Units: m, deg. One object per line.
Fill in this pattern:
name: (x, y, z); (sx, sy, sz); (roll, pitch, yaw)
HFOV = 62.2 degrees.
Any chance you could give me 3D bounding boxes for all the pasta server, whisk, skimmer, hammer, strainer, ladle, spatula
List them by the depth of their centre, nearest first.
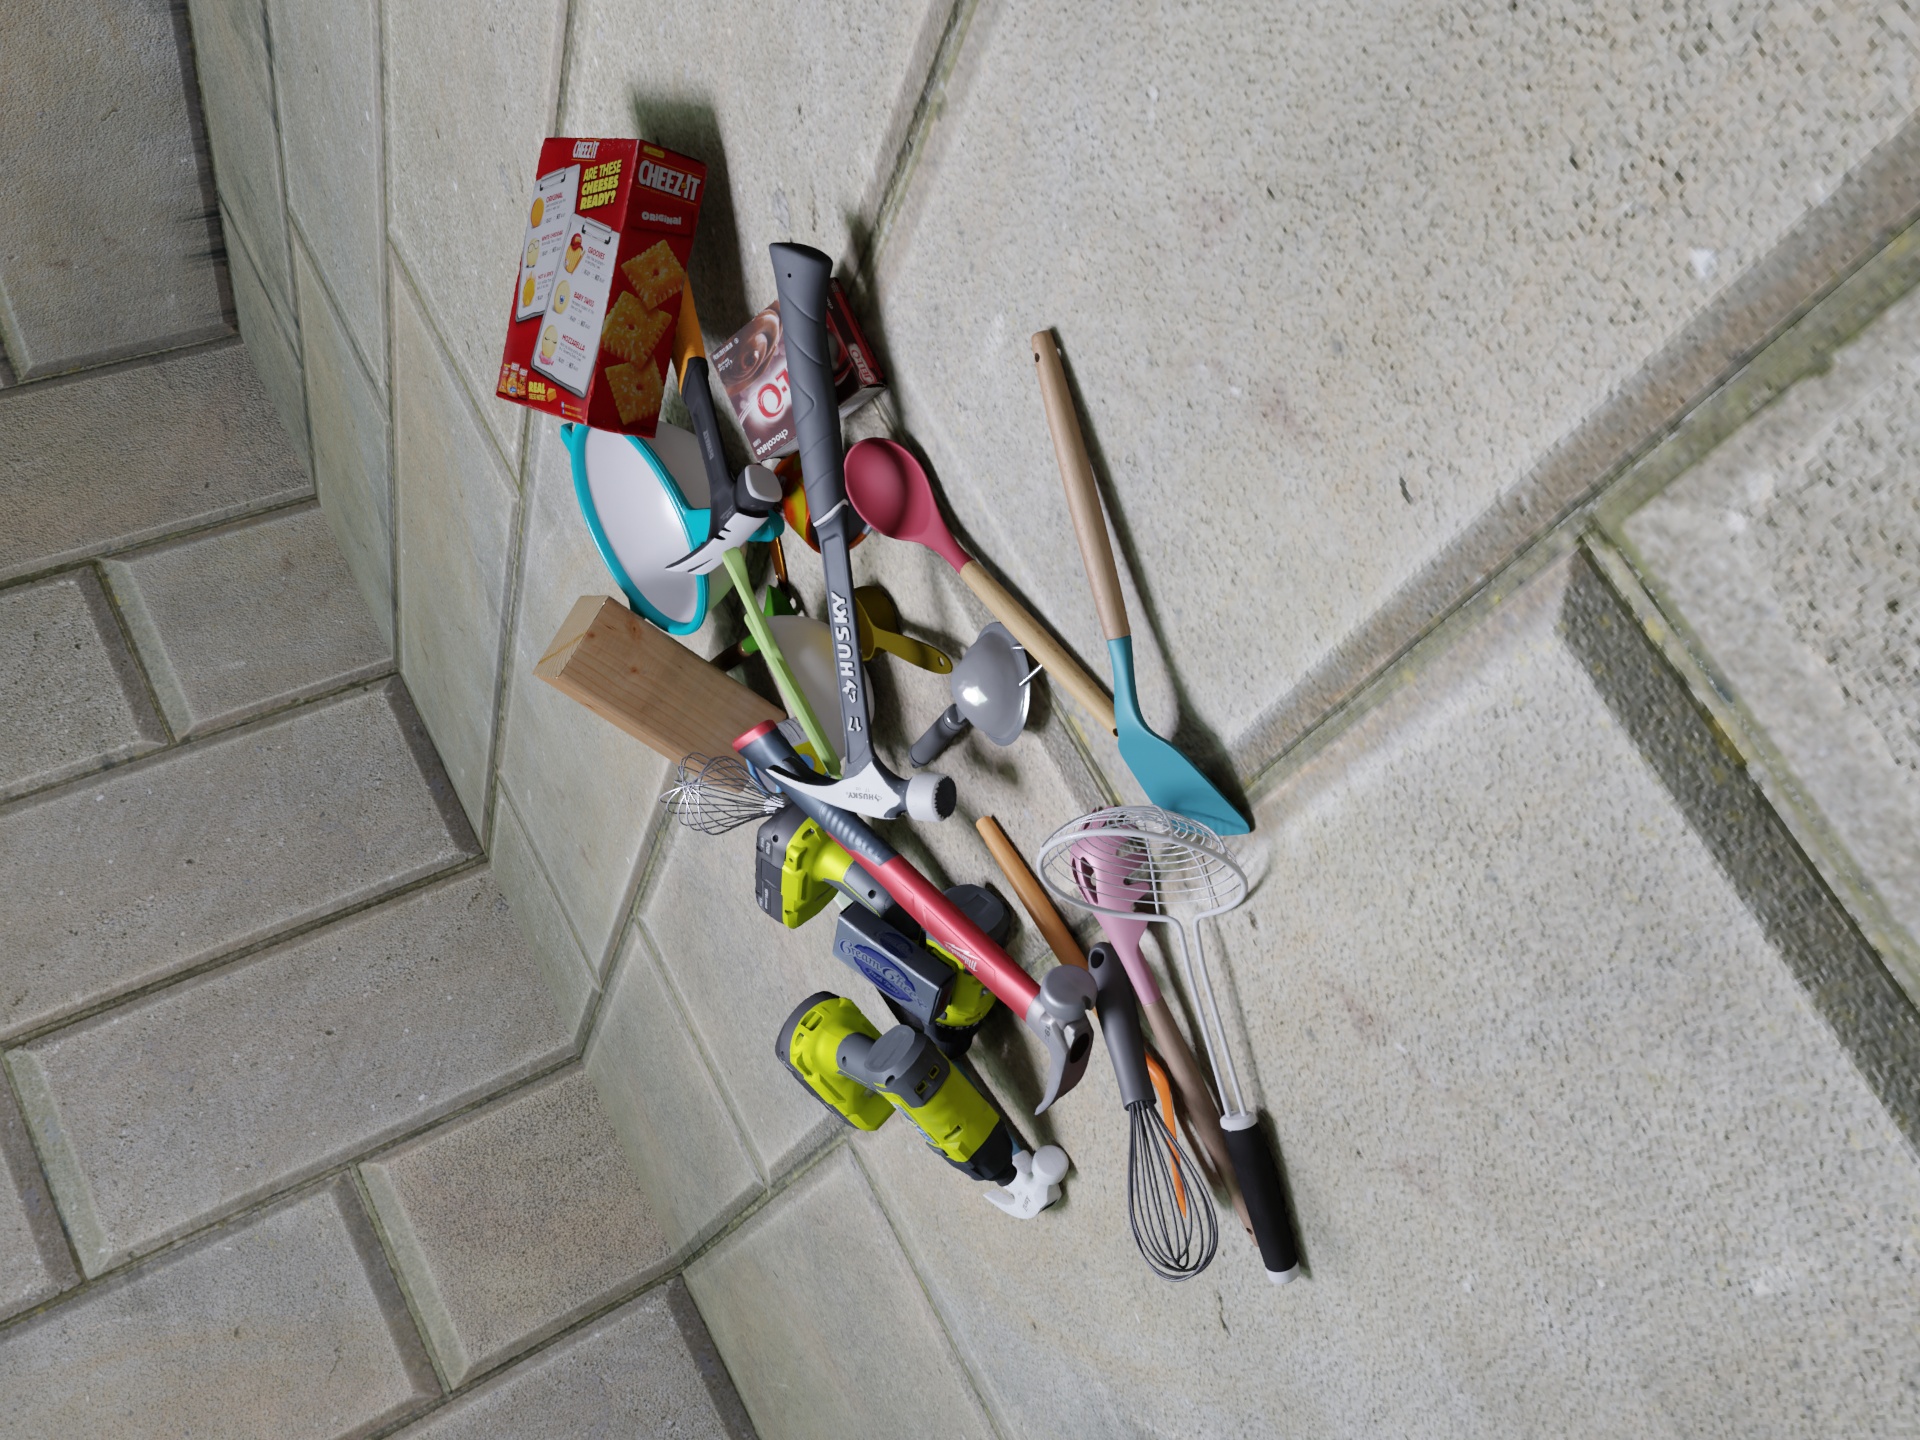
spatula: (0.096, -0.077, 0.946); (0.082, 0.044, 0.317); (-6, 100, 64)
skimmer: (0.148, 0.213, 0.992); (0.127, 0.090, 0.363); (-9, 107, 31)
whisk: (0.121, 0.253, 1.058); (0.055, 0.055, 0.239); (107, 156, -52)
pasta server: (0.146, 0.208, 1.069); (0.060, 0.040, 0.316); (-16, 100, 63)
ladle: (0.020, -0.087, 1.071); (0.316, 0.031, 0.069); (49, 132, 29)
hammer: (-0.093, -0.126, 1.121); (0.149, 0.036, 0.408); (3, 109, 30)
spatula: (0.090, 0.204, 1.148); (0.323, 0.041, 0.081); (57, 174, 24)
strainer: (-0.002, -0.004, 1.164); (0.258, 0.050, 0.087); (134, 127, -65)
hammer: (-0.046, 0.130, 1.202); (0.387, 0.038, 0.143); (40, 144, 31)
hammer: (-0.217, -0.281, 1.252); (0.127, 0.034, 0.337); (-37, 60, 42)
strainer: (-0.122, -0.063, 1.257); (0.152, 0.069, 0.256); (58, 172, 34)
whisk: (-0.171, 0.071, 1.362); (0.070, 0.070, 0.284); (59, -168, 16)
strainer: (-0.216, -0.183, 1.372); (0.340, 0.095, 0.211); (8, 123, 53)
hammer: (-0.016, 0.303, 1.431); (0.331, 0.033, 0.128); (51, 148, 31)

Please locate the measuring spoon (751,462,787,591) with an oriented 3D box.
measuring spoon: (-0.167, -0.165, 1.376); (0.021, 0.011, 0.116); (26, 132, 53)

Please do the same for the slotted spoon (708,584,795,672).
slotted spoon: (-0.206, -0.069, 1.506); (0.314, 0.031, 0.070); (160, 104, -66)

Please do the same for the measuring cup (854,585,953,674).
measuring cup: (-0.043, -0.064, 1.208); (0.157, 0.029, 0.062); (26, 132, 50)

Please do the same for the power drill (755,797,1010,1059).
power drill: (-0.064, 0.173, 1.330); (0.229, 0.080, 0.190); (34, 140, 23)

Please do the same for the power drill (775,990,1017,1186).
power drill: (-0.053, 0.318, 1.364); (0.171, 0.080, 0.223); (52, 157, -24)

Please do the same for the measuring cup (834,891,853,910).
measuring cup: (-0.067, 0.180, 1.429); (0.168, 0.038, 0.083); (60, 151, 8)
